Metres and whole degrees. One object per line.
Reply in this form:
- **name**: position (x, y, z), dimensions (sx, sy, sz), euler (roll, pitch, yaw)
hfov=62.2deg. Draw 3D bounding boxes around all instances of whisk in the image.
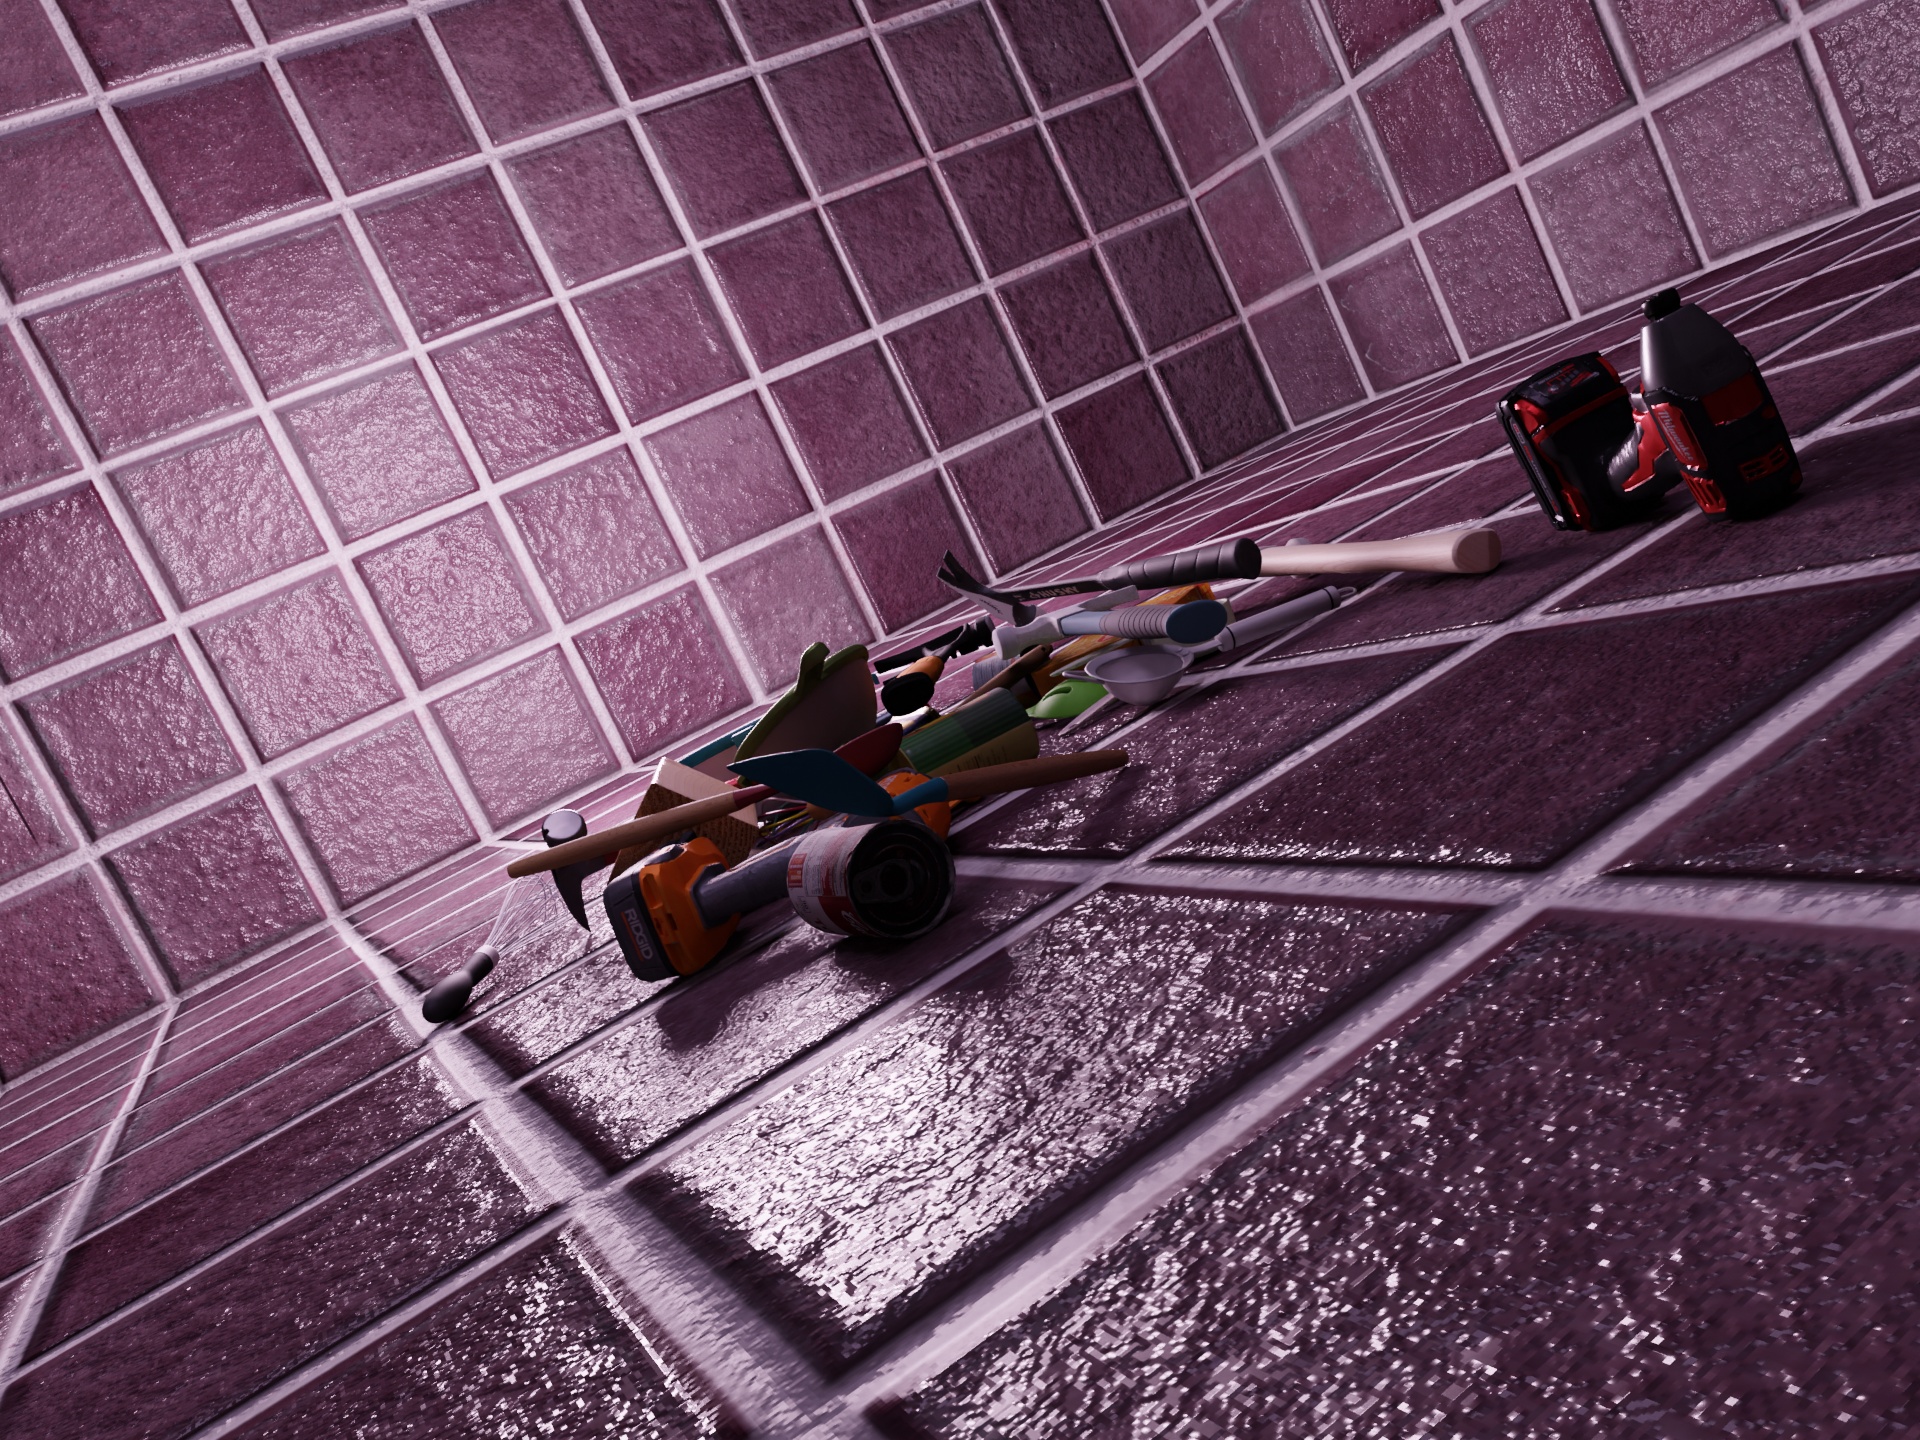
- **whisk**: position (-0.122, 0.075, 1.268), dimensions (0.245, 0.047, 0.051), euler (150, 136, -64)
- **whisk**: position (-0.426, 0.206, 1.472), dimensions (0.070, 0.070, 0.285), euler (-24, 12, 15)

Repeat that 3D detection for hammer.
- **hammer**: position (-0.038, -0.042, 1.433), dimensions (0.127, 0.034, 0.337), euler (-23, 6, 9)
- **hammer**: position (0.131, -0.080, 1.308), dimensions (0.128, 0.033, 0.331), euler (-19, 8, -13)
- **hammer**: position (0.130, -0.133, 1.489), dimensions (0.409, 0.149, 0.036), euler (-3, 63, 57)
- **hammer**: position (0.308, -0.134, 1.328), dimensions (0.146, 0.038, 0.411), euler (-8, 6, -13)
- **hammer**: position (-0.193, 0.073, 1.479), dimensions (0.386, 0.038, 0.143), euler (-23, -37, -21)

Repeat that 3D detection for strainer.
- **strainer**: position (-0.222, 0.066, 1.644), dimensions (0.211, 0.095, 0.340), euler (-27, -1, -44)
- **strainer**: position (0.205, -0.060, 1.269), dimensions (0.258, 0.050, 0.087), euler (-21, 22, -11)
- **strainer**: position (-0.108, -0.003, 1.298), dimensions (0.151, 0.069, 0.256), euler (-42, -5, -15)

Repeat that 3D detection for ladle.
- **ladle**: position (-0.186, 0.064, 1.149), dimensions (0.315, 0.031, 0.069), euler (-18, -12, 10)
- **ladle**: position (-0.002, -0.004, 1.374), dimensions (0.320, 0.078, 0.062), euler (-38, -7, -44)

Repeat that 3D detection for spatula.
- **spatula**: position (0.004, 0.028, 0.971), dimensions (0.082, 0.044, 0.317), euler (-11, -3, 42)

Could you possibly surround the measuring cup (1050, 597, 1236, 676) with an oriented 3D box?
- **measuring cup**: position (0.161, -0.058, 1.378), dimensions (0.167, 0.038, 0.083), euler (-23, 7, 3)

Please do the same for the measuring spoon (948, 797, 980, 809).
- **measuring spoon**: position (-0.023, 0.080, 1.180), dimensions (0.117, 0.011, 0.021), euler (-35, 11, -35)

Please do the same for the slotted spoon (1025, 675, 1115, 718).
- **slotted spoon**: position (0.017, 0.011, 1.454), dimensions (0.314, 0.031, 0.070), euler (-21, 11, 42)

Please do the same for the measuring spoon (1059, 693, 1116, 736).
- **measuring spoon**: position (0.133, -0.017, 1.322), dimensions (0.124, 0.018, 0.034), euler (-35, 11, -17)

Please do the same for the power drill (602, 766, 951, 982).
- **power drill**: position (-0.113, 0.096, 1.098), dimensions (0.226, 0.084, 0.164), euler (-20, 6, 12)

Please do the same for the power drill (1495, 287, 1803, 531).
- **power drill**: position (0.440, -0.195, 1.029), dimensions (0.078, 0.143, 0.220), euler (-29, 5, -2)
